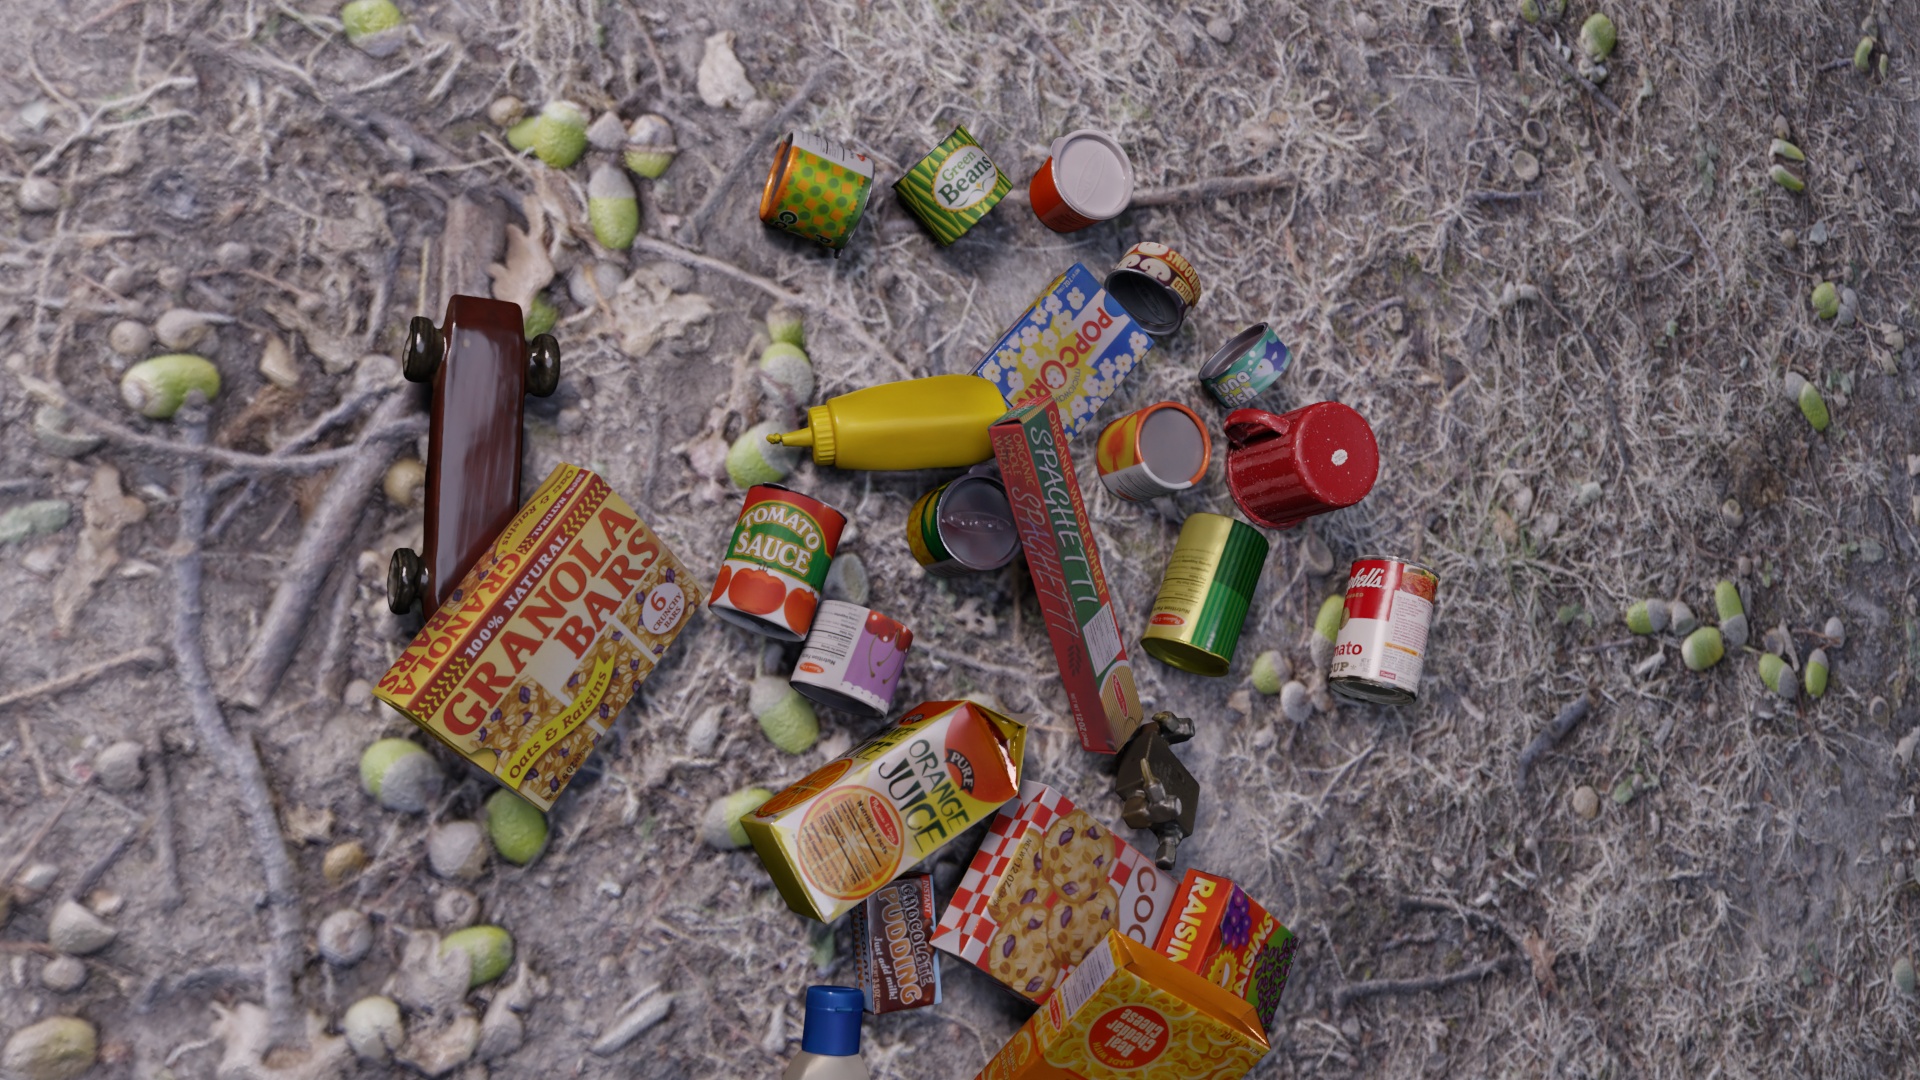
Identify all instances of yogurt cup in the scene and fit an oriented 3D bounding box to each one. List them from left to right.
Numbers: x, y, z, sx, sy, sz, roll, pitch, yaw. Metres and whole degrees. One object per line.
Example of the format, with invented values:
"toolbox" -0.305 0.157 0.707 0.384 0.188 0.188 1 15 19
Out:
"yogurt cup" 0.087 -0.262 1.028 0.072 0.054 0.072 4 80 -24

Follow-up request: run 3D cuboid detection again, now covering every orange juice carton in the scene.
"orange juice carton" -0.036 0.160 0.895 0.193 0.071 0.073 -30 95 -25

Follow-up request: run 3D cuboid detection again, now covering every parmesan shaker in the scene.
"parmesan shaker" 0.182 0.040 1.013 0.071 0.071 0.103 29 71 -18

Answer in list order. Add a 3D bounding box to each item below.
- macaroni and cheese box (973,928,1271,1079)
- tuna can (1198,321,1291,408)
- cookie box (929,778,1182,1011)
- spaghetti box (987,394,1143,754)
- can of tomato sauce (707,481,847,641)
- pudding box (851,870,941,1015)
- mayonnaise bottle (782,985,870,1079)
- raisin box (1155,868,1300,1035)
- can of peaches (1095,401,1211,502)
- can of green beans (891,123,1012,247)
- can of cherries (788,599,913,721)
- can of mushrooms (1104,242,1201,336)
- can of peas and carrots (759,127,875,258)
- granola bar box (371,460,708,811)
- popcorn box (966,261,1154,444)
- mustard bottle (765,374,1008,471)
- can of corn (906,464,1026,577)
"macaroni and cheese box" 0.096 0.342 0.892 0.123 0.040 0.166 32 108 -17
"tuna can" 0.216 -0.132 1.058 0.033 0.071 0.071 48 66 -11
"cookie box" 0.076 0.255 0.931 0.167 0.040 0.123 40 68 -27
"spaghetti box" 0.074 0.025 0.944 0.050 0.028 0.249 -39 118 -50
"can of tomato sauce" -0.117 0.014 0.882 0.071 0.071 0.083 23 74 -20
"pudding box" -0.042 0.259 0.899 0.050 0.030 0.084 0 82 -26
"mayonnaise bottle" -0.084 0.354 0.859 0.065 0.041 0.148 10 77 -23
"raisin box" 0.184 0.292 0.964 0.123 0.040 0.086 44 65 -41
"can of peaches" 0.142 -0.067 1.019 0.071 0.058 0.071 4 81 -24
"can of green beans" -0.005 -0.249 0.977 0.058 0.071 0.071 47 67 -11
"can of cherries" -0.068 0.078 0.898 0.071 0.071 0.058 25 72 -19
"can of mushrooms" 0.145 -0.187 1.033 0.071 0.071 0.033 43 66 -13
"can of peas and carrots" -0.098 -0.233 0.934 0.059 0.071 0.071 18 75 -20
"granola bar box" -0.236 0.056 0.805 0.166 0.039 0.123 -56 139 -21
"popcorn box" 0.070 -0.128 1.008 0.085 0.038 0.127 45 67 -11
"mustard bottle" -0.051 -0.075 0.932 0.160 0.065 0.048 -7 128 -12
"can of corn" 0.003 -0.012 0.947 0.071 0.058 0.071 4 80 -24
